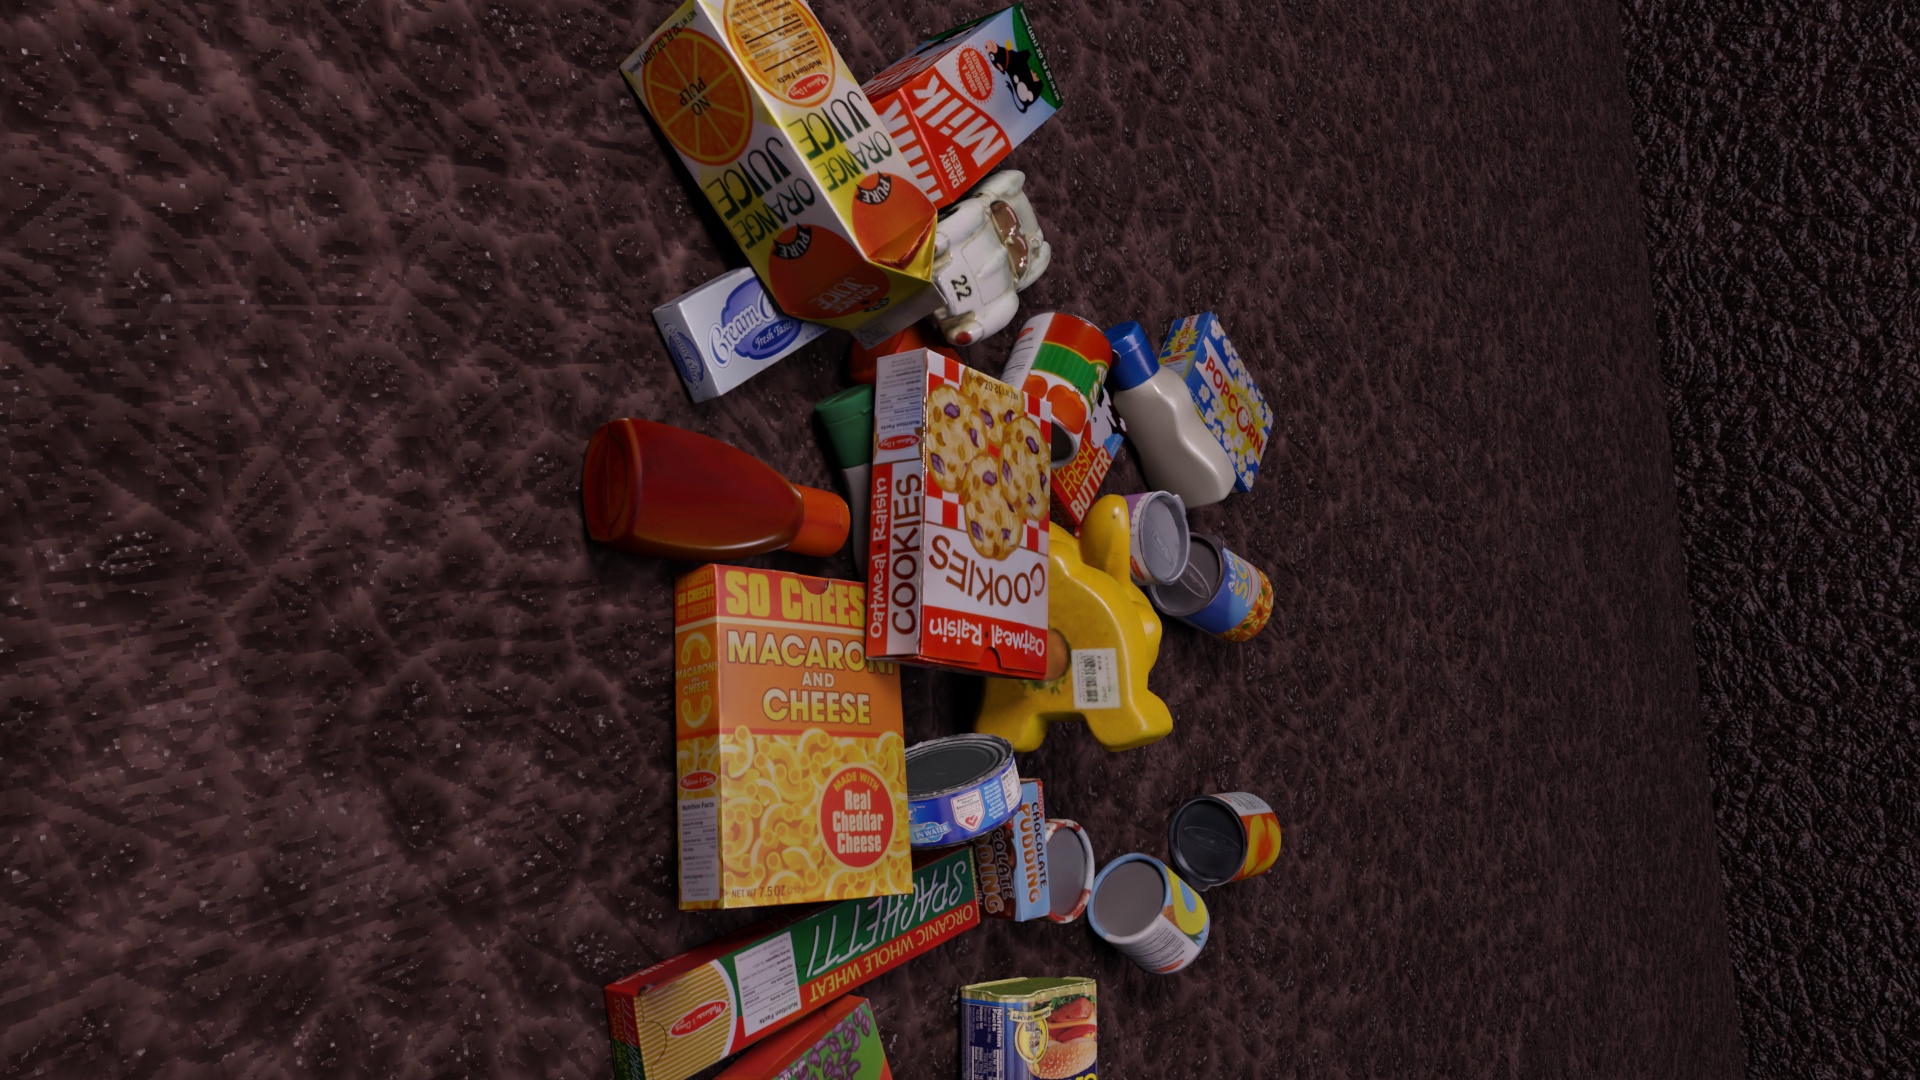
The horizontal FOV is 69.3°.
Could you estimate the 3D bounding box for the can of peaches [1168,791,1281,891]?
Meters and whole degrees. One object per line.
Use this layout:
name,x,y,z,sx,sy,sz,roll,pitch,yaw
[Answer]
can of peaches,0.199,0.226,1.047,0.058,0.071,0.071,8,79,-51

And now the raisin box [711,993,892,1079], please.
raisin box,-0.072,0.313,0.724,0.086,0.040,0.123,-27,105,-50

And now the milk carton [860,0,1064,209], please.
milk carton,-0.020,-0.249,0.834,0.191,0.073,0.072,-51,124,-41

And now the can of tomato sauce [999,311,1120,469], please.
can of tomato sauce,0.060,-0.098,0.915,0.071,0.071,0.083,47,52,-37

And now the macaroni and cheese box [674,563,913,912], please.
macaroni and cheese box,-0.084,0.101,0.714,0.124,0.040,0.167,10,71,-45

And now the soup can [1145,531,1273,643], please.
soup can,0.193,0.035,1.060,0.083,0.071,0.071,26,66,-47

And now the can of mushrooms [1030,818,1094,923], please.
can of mushrooms,0.055,0.213,0.896,0.071,0.033,0.071,8,80,-51

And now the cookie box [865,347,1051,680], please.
cookie box,0.003,-0.010,0.780,0.123,0.040,0.167,16,72,-52

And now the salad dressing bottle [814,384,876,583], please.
salad dressing bottle,-0.041,-0.016,0.801,0.064,0.044,0.147,-33,111,-36

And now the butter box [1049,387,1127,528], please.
butter box,0.080,-0.062,0.971,0.053,0.024,0.104,55,47,-30

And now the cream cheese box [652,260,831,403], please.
cream cheese box,-0.113,-0.118,0.741,0.104,0.024,0.053,-42,116,-45

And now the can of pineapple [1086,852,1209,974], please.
can of pineapple,0.128,0.255,0.957,0.057,0.071,0.071,46,52,-37

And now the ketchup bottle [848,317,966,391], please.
ketchup bottle,-0.007,-0.079,0.850,0.148,0.043,0.065,44,44,-39

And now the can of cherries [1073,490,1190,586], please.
can of cherries,0.123,-0.001,0.988,0.071,0.058,0.071,10,77,-49

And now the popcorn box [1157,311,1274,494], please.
popcorn box,0.203,-0.108,1.116,0.126,0.038,0.085,50,51,-35

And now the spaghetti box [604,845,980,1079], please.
spaghetti box,-0.077,0.219,0.737,0.251,0.028,0.050,-10,93,-51

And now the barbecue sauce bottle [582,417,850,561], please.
barbecue sauce bottle,-0.119,-0.018,0.706,0.148,0.043,0.065,12,69,-50

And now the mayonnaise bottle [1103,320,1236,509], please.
mayonnaise bottle,0.148,-0.092,1.031,0.147,0.064,0.041,59,46,-23

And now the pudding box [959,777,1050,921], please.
pudding box,0.026,0.188,0.852,0.030,0.049,0.083,2,84,-49

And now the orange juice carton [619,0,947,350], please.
orange juice carton,-0.081,-0.191,0.723,0.192,0.071,0.073,56,45,-13
